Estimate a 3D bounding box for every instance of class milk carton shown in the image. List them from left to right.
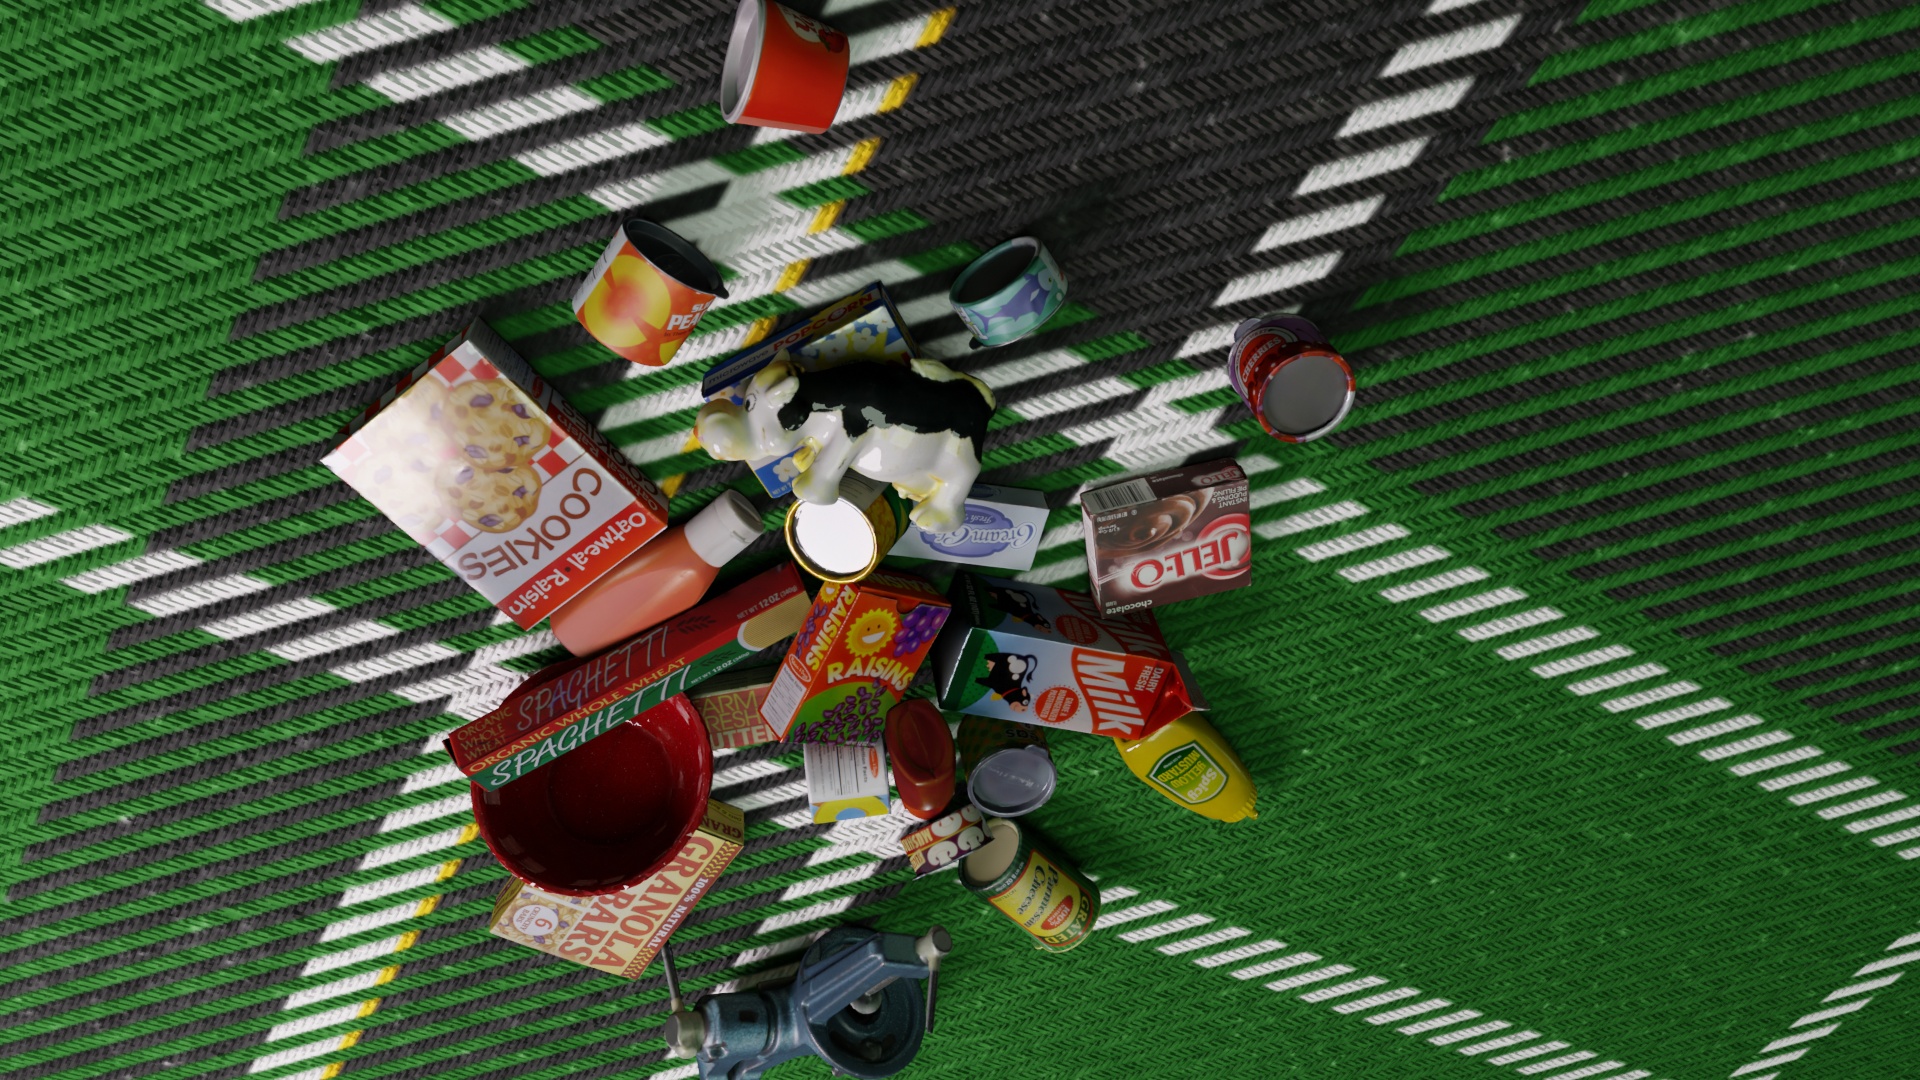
[{"bbox_3d":[0.081,0.085,0.979,0.191,0.072,0.073,11,119,-16],"label":"milk carton"}]

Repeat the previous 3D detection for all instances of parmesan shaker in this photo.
[{"bbox_3d":[0.052,0.273,1.096,0.071,0.071,0.103,-39,120,15],"label":"parmesan shaker"}]

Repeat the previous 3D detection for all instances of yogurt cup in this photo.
[{"bbox_3d":[-0.093,-0.251,0.742,0.054,0.073,0.072,9,121,-24],"label":"yogurt cup"}]

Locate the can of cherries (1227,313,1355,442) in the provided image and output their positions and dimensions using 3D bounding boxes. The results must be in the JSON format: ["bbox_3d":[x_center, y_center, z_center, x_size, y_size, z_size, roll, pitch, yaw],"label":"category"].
[{"bbox_3d":[0.209,-0.105,0.889,0.071,0.058,0.071,-5,123,-7],"label":"can of cherries"}]

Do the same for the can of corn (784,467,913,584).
[{"bbox_3d":[-0.071,-0.011,0.885,0.071,0.058,0.070,9,119,17],"label":"can of corn"}]

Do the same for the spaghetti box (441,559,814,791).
[{"bbox_3d":[-0.213,0.089,0.914,0.250,0.029,0.050,-28,153,-8],"label":"spaghetti box"}]

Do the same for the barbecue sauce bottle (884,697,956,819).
[{"bbox_3d":[-0.027,0.164,0.990,0.044,0.065,0.148,-20,156,-9],"label":"barbecue sauce bottle"}]

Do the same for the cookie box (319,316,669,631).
[{"bbox_3d":[-0.282,-0.037,0.859,0.123,0.040,0.167,-35,120,13],"label":"cookie box"}]

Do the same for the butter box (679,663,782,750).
[{"bbox_3d":[-0.146,0.118,0.989,0.103,0.024,0.052,-10,123,-4],"label":"butter box"}]

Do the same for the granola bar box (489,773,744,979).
[{"bbox_3d":[-0.258,0.250,1.045,0.124,0.039,0.165,27,114,-24],"label":"granola bar box"}]

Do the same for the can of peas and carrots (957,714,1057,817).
[{"bbox_3d":[0.035,0.158,1.026,0.071,0.059,0.070,-5,122,-7],"label":"can of peas and carrots"}]

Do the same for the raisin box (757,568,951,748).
[{"bbox_3d":[-0.072,0.080,0.941,0.086,0.040,0.123,14,111,-44],"label":"raisin box"}]

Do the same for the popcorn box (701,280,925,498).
[{"bbox_3d":[-0.084,-0.092,0.858,0.126,0.038,0.085,-26,123,7],"label":"popcorn box"}]

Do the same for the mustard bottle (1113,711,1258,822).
[{"bbox_3d":[0.186,0.177,1.070,0.065,0.049,0.160,-41,120,18],"label":"mustard bottle"}]

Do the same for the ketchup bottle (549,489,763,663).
[{"bbox_3d":[-0.195,0.025,0.910,0.148,0.044,0.064,-37,129,13],"label":"ketchup bottle"}]

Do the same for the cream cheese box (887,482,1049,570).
[{"bbox_3d":[0.003,-0.012,0.933,0.104,0.024,0.053,7,122,-14],"label":"cream cheese box"}]

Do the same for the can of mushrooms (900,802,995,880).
[{"bbox_3d":[-0.012,0.228,1.055,0.071,0.071,0.033,-27,81,8],"label":"can of mushrooms"}]

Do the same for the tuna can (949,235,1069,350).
[{"bbox_3d":[0.026,-0.147,0.826,0.071,0.071,0.032,-32,121,11],"label":"tuna can"}]

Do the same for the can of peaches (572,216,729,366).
[{"bbox_3d":[-0.177,-0.140,0.794,0.071,0.071,0.058,31,113,-25],"label":"can of peaches"}]

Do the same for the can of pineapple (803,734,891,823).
[{"bbox_3d":[-0.082,0.170,1.010,0.058,0.071,0.070,-6,123,-5],"label":"can of pineapple"}]
